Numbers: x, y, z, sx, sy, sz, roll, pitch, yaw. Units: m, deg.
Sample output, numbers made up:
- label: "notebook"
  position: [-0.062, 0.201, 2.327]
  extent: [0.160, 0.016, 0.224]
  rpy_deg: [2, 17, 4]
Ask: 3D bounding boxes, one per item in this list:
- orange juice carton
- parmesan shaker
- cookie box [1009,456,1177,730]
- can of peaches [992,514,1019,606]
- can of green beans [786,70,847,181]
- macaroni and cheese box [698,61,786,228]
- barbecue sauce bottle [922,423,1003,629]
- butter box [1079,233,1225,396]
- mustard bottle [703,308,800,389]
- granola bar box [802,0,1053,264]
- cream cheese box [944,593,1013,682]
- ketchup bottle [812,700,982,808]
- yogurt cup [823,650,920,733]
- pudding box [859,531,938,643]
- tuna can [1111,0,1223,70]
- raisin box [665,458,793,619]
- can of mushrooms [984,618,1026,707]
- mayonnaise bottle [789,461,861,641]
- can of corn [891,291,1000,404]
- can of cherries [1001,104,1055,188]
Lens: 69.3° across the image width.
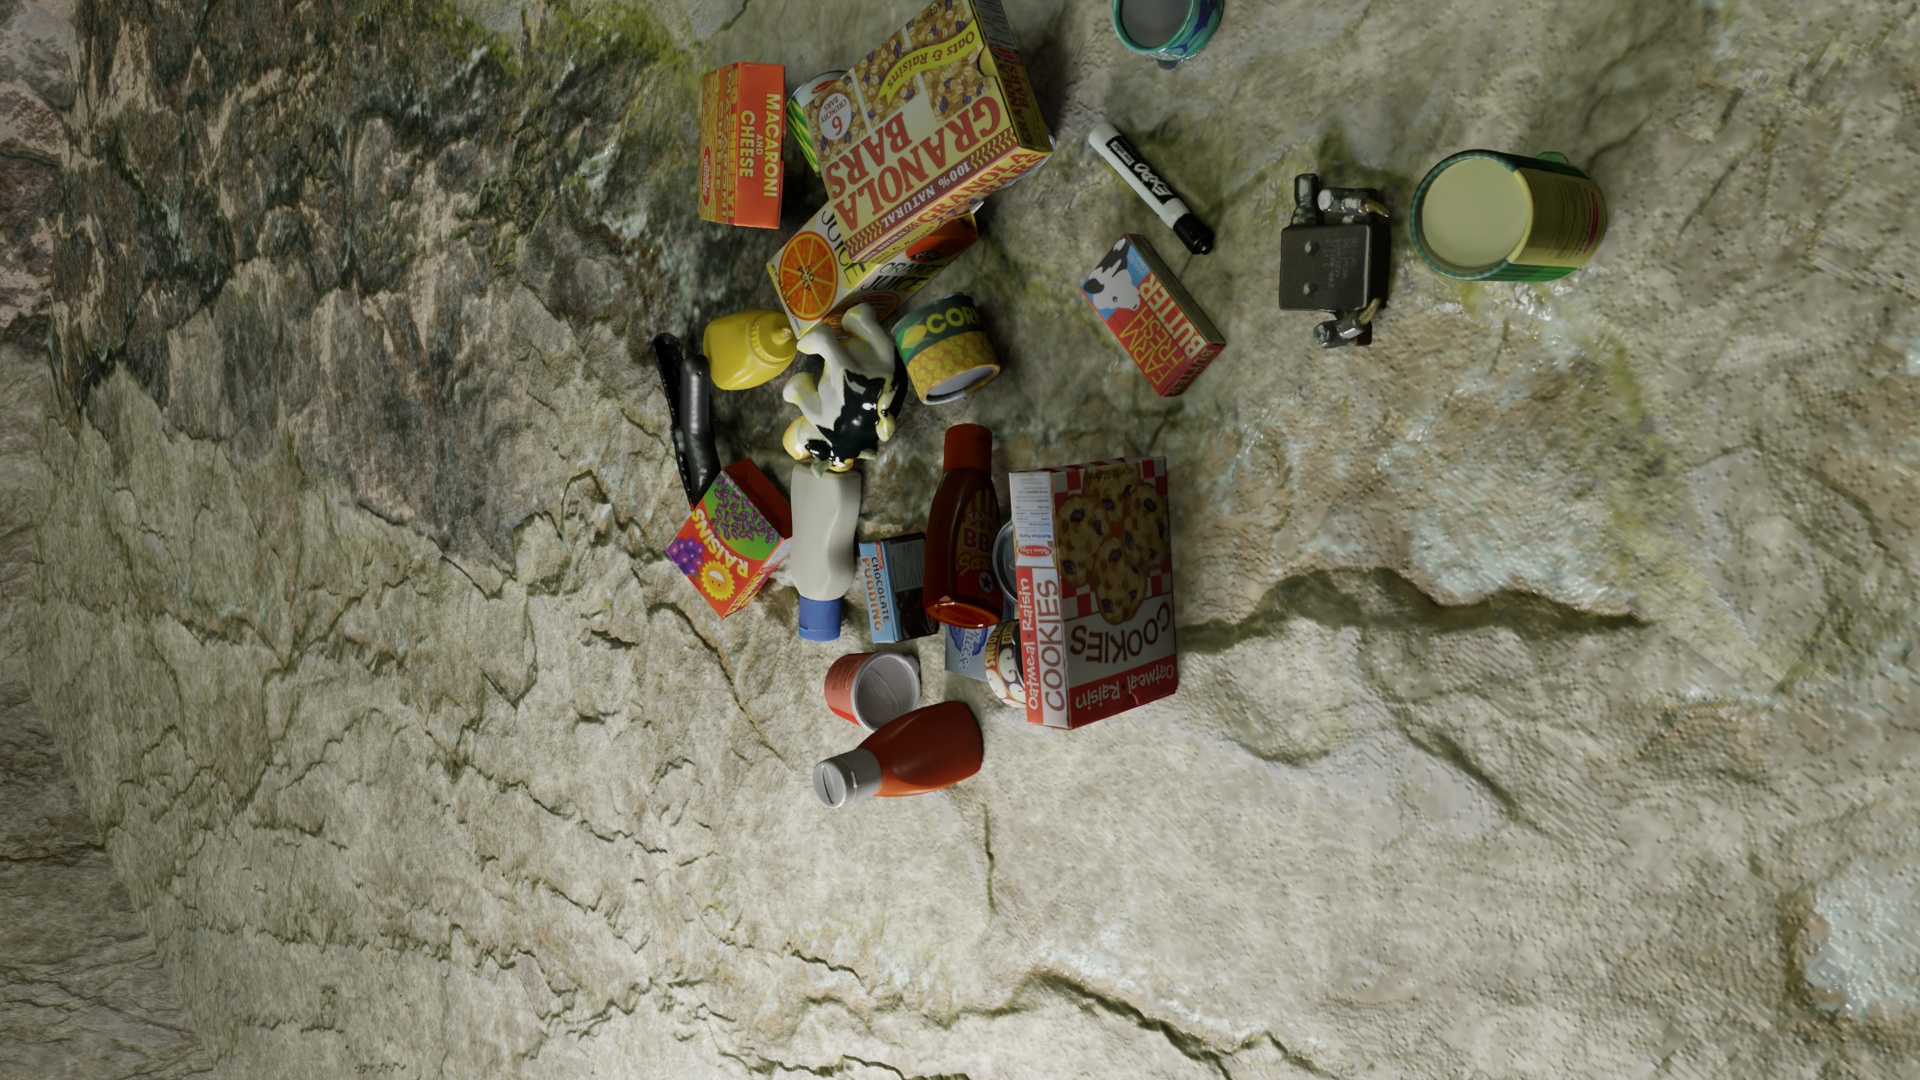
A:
- label: "orange juice carton"
  position: [-0.057, -0.232, 1.057]
  extent: [0.192, 0.073, 0.072]
  rpy_deg: [-34, 74, 40]
- label: "parmesan shaker"
  position: [0.288, -0.172, 0.730]
  extent: [0.071, 0.103, 0.071]
  rpy_deg: [8, 103, 42]
- label: "cookie box"
  position: [0.092, 0.032, 0.929]
  extent: [0.040, 0.123, 0.167]
  rpy_deg: [1, 98, 43]
- label: "can of peaches"
  position: [0.066, 0.010, 0.994]
  extent: [0.071, 0.058, 0.071]
  rpy_deg: [8, 102, 42]
- label: "can of green beans"
  position: [-0.095, -0.321, 1.083]
  extent: [0.071, 0.071, 0.058]
  rpy_deg: [-41, 70, 39]
- label: "macaroni and cheese box"
  position: [-0.179, -0.320, 1.130]
  extent: [0.167, 0.040, 0.123]
  rpy_deg: [-145, 56, -65]
- label: "barbecue sauce bottle"
  position: [0.004, -0.013, 1.023]
  extent: [0.043, 0.065, 0.149]
  rpy_deg: [-18, 60, 38]
- label: "butter box"
  position: [0.128, -0.152, 0.934]
  extent: [0.053, 0.024, 0.104]
  rpy_deg: [-48, 65, 36]
- label: "mustard bottle"
  position: [-0.169, -0.163, 1.160]
  extent: [0.160, 0.049, 0.065]
  rpy_deg: [1, 103, 61]
- label: "granola bar box"
  position: [-0.027, -0.281, 0.951]
  extent: [0.165, 0.039, 0.124]
  rpy_deg: [-25, 78, 38]
- label: "cream cheese box"
  position: [0.014, 0.055, 1.072]
  extent: [0.053, 0.024, 0.103]
  rpy_deg: [9, 103, 40]
- label: "ketchup bottle"
  position: [-0.047, 0.167, 1.061]
  extent: [0.043, 0.149, 0.064]
  rpy_deg: [-17, 85, 41]
- label: "yogurt cup"
  position: [-0.075, 0.122, 1.139]
  extent: [0.054, 0.072, 0.072]
  rpy_deg: [2, 99, 50]
- label: "pudding box"
  position: [-0.049, 0.038, 1.110]
  extent: [0.030, 0.050, 0.083]
  rpy_deg: [-7, 92, 44]
- label: "tuna can"
  position: [0.132, -0.342, 0.894]
  extent: [0.071, 0.033, 0.071]
  rpy_deg: [8, 102, 41]
- label: "raisin box"
  position: [-0.201, 0.000, 1.238]
  extent: [0.086, 0.040, 0.122]
  rpy_deg: [48, 127, 8]
- label: "can of mushrooms"
  position: [0.050, 0.087, 1.014]
  extent: [0.033, 0.071, 0.071]
  rpy_deg: [-15, 87, 45]
- label: "mayonnaise bottle"
  position: [-0.116, 0.010, 1.174]
  extent: [0.065, 0.041, 0.147]
  rpy_deg: [17, 109, 41]
- label: "can of corn"
  position: [-0.009, -0.142, 1.032]
  extent: [0.071, 0.071, 0.058]
  rpy_deg: [-32, 76, 41]
- label: "can of cherries"
  position: [0.024, -0.290, 0.979]
  extent: [0.071, 0.072, 0.058]
  rpy_deg: [-33, 74, 41]
